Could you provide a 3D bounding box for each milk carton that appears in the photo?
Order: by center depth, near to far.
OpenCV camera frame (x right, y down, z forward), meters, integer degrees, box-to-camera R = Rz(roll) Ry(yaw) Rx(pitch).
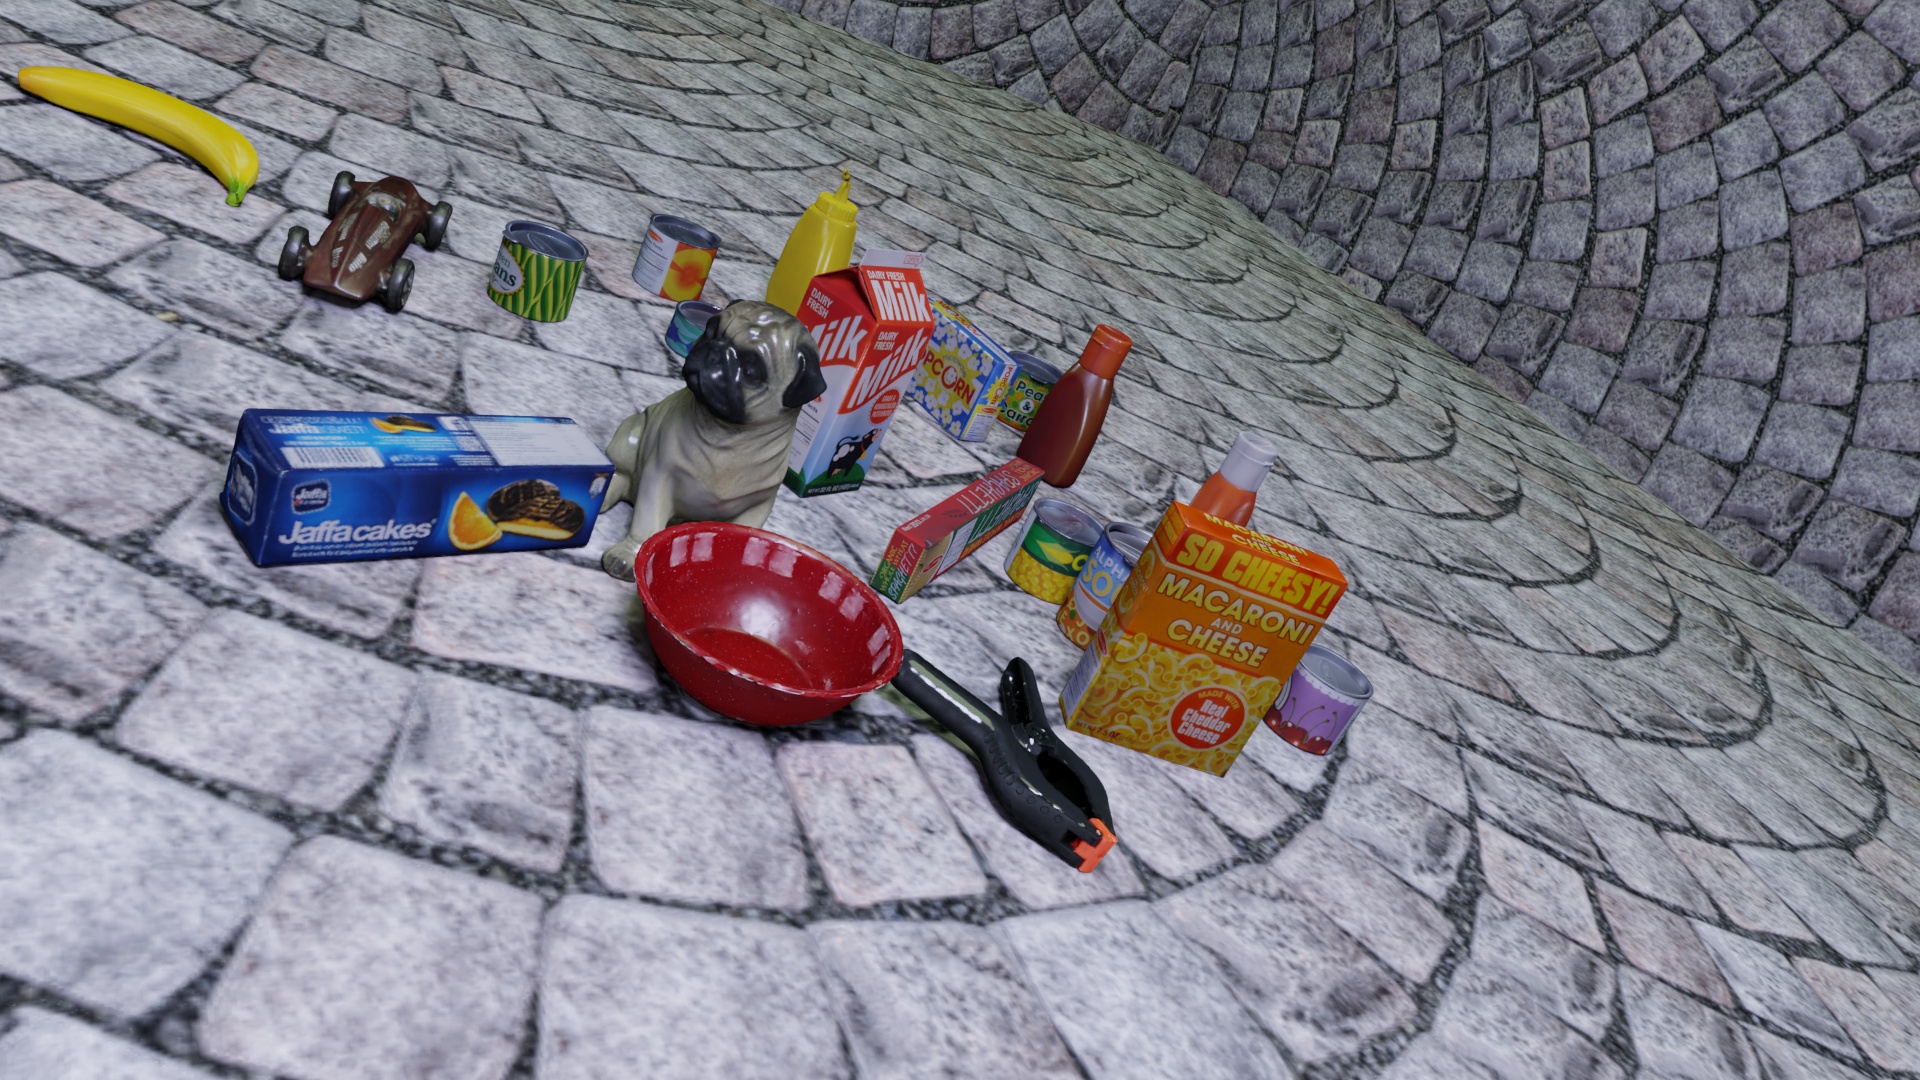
[{"bbox_3d":[-0.085,-0.132,1.039,0.073,0.189,0.072,39,26,25],"label":"milk carton"}]

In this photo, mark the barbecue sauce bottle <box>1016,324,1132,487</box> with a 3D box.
[{"bbox_3d":[0.107,-0.124,1.266,0.044,0.148,0.065,-1,36,-47],"label":"barbecue sauce bottle"}]

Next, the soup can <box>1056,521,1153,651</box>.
[{"bbox_3d":[0.117,0.039,1.030,0.071,0.083,0.071,22,24,-11],"label":"soup can"}]

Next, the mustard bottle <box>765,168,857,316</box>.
[{"bbox_3d":[-0.132,-0.275,1.312,0.065,0.159,0.049,39,26,25],"label":"mustard bottle"}]

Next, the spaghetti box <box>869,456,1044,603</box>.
[{"bbox_3d":[0.004,-0.013,1.062,0.029,0.050,0.251,32,25,12],"label":"spaghetti box"}]

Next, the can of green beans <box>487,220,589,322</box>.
[{"bbox_3d":[-0.338,-0.215,1.111,0.071,0.057,0.071,22,25,-10],"label":"can of green beans"}]

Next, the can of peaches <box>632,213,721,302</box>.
[{"bbox_3d":[-0.260,-0.258,1.276,0.071,0.057,0.071,22,25,-10],"label":"can of peaches"}]

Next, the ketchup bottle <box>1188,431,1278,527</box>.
[{"bbox_3d":[0.215,-0.020,1.166,0.065,0.148,0.044,2,34,-44],"label":"ketchup bottle"}]

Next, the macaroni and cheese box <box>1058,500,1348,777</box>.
[{"bbox_3d":[0.157,0.067,0.914,0.124,0.165,0.040,19,25,-17],"label":"macaroni and cheese box"}]

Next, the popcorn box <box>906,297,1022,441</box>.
[{"bbox_3d":[-0.008,-0.161,1.301,0.038,0.085,0.127,0,35,-45],"label":"popcorn box"}]

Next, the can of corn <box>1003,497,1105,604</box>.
[{"bbox_3d":[0.076,0.010,1.079,0.071,0.058,0.071,22,25,-10],"label":"can of corn"}]

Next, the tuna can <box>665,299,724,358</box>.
[{"bbox_3d":[-0.215,-0.174,1.183,0.071,0.032,0.071,22,25,-10],"label":"tuna can"}]

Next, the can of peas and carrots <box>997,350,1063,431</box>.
[{"bbox_3d":[0.065,-0.146,1.375,0.071,0.058,0.071,22,25,-10],"label":"can of peas and carrots"}]

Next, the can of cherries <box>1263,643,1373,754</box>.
[{"bbox_3d":[0.266,0.118,1.052,0.071,0.058,0.072,22,25,-10],"label":"can of cherries"}]
